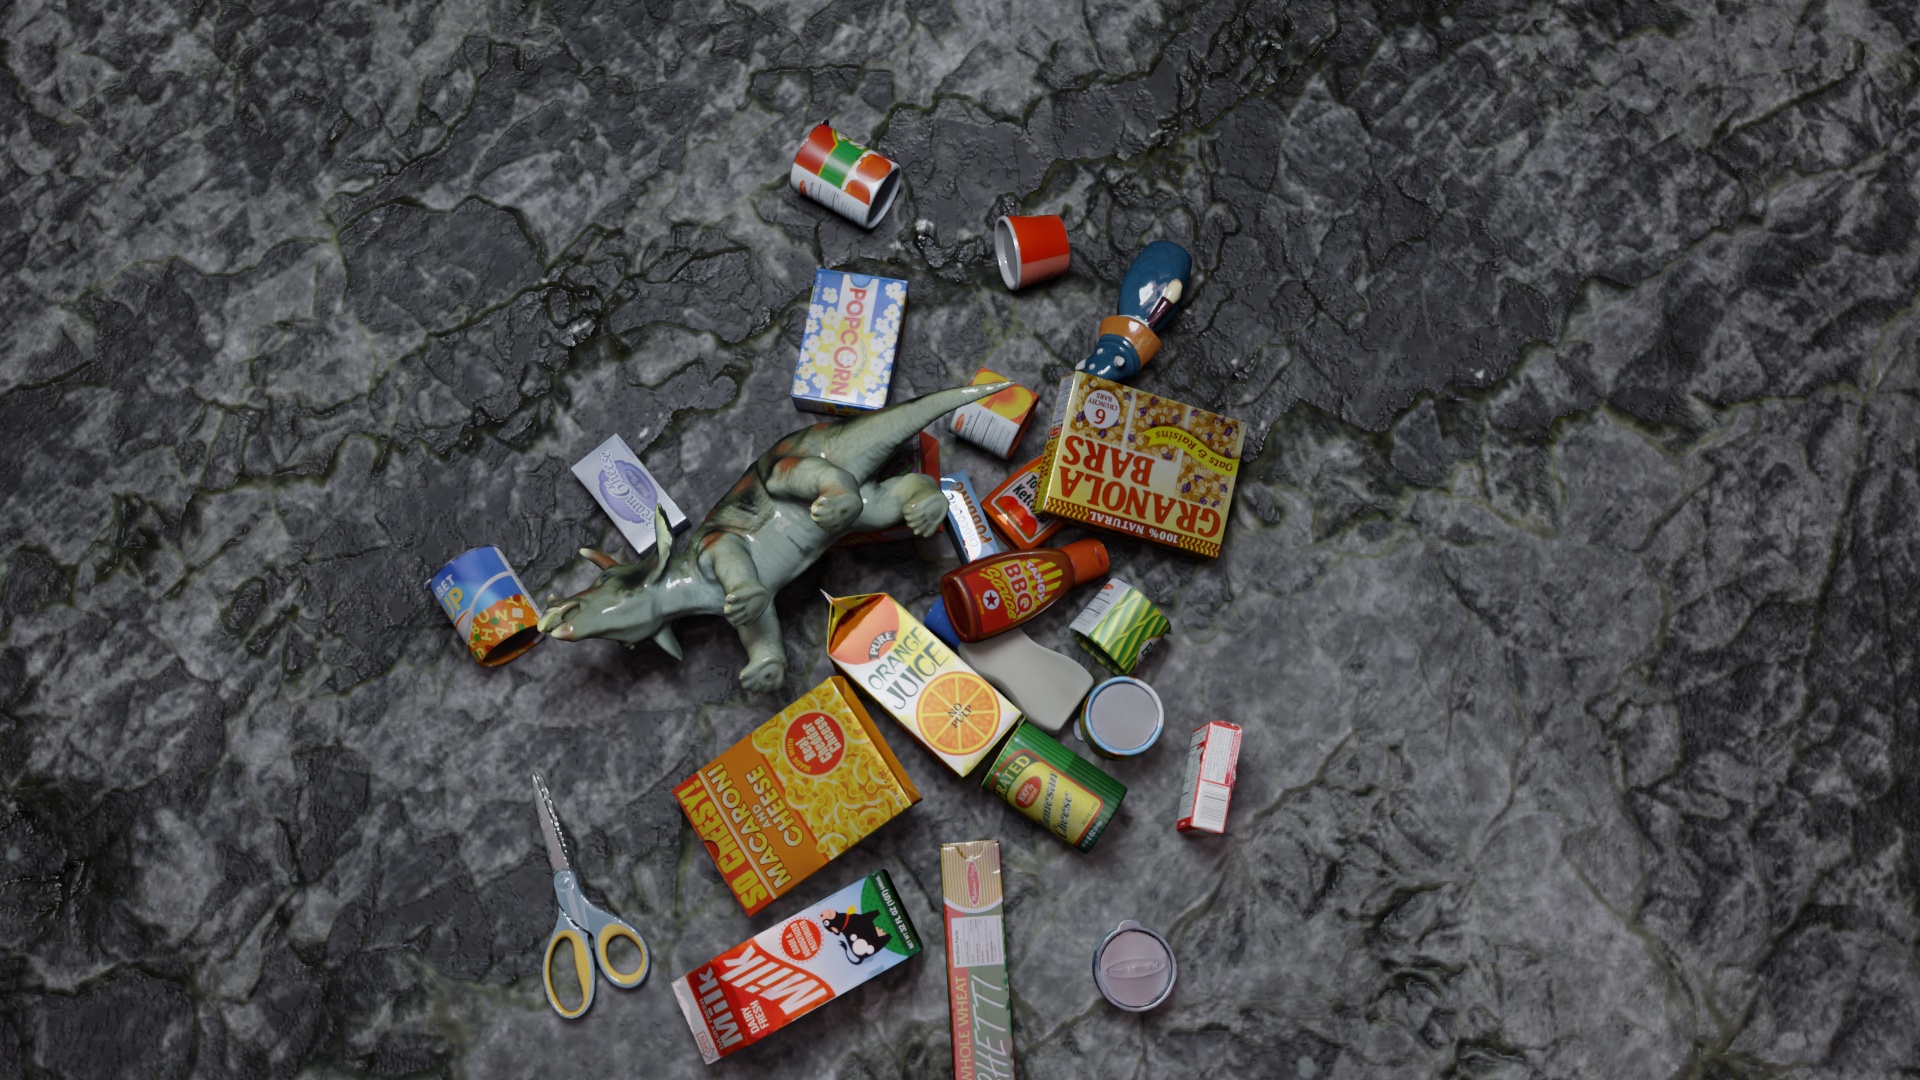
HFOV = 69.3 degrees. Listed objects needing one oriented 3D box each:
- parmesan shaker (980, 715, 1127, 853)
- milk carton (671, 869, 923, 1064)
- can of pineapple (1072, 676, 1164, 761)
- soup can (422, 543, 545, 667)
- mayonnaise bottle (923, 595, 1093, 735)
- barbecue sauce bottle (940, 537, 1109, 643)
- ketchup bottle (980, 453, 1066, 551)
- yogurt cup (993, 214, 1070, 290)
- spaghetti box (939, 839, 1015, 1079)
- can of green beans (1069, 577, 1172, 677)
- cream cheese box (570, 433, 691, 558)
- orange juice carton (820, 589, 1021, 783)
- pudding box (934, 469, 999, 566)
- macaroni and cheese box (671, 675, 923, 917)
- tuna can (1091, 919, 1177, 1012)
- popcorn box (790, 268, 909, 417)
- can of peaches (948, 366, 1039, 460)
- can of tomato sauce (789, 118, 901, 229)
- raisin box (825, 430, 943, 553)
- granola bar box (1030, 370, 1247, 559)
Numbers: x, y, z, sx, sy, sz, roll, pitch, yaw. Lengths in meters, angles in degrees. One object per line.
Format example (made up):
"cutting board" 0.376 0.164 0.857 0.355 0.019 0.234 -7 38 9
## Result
"parmesan shaker" 0.078 0.200 1.140 0.103 0.071 0.071 32 78 8
"milk carton" -0.129 0.337 1.102 0.191 0.073 0.072 -26 78 -6
"can of pineapple" 0.132 0.150 1.159 0.071 0.057 0.071 0 76 0
"soup can" -0.401 0.057 1.176 0.071 0.071 0.084 -35 79 -8
"mayonnaise bottle" 0.038 0.100 1.182 0.148 0.041 0.065 36 71 10
"barbecue sauce bottle" 0.057 0.035 1.172 0.149 0.043 0.065 -19 92 -29
"ketchup bottle" 0.090 -0.054 1.220 0.149 0.043 0.065 -40 83 -10
"yogurt cup" 0.066 -0.265 1.266 0.054 0.072 0.072 -12 76 -11
"spaghetti box" 0.015 0.370 1.117 0.050 0.028 0.250 -3 75 -1
"can of green beans" 0.135 0.074 1.175 0.071 0.071 0.058 41 80 9
"cream cheese box" -0.290 -0.039 1.224 0.053 0.024 0.104 -40 79 -8
"orange juice carton" -0.045 0.111 1.162 0.193 0.071 0.073 41 79 9
"pudding box" 0.004 -0.015 1.206 0.030 0.049 0.084 -21 77 -7
"macaroni and cheese box" -0.134 0.207 1.131 0.166 0.040 0.124 -36 79 7
"tuna can" 0.139 0.342 1.122 0.071 0.032 0.071 0 76 0
"popcorn box" -0.098 -0.175 1.254 0.085 0.038 0.127 9 76 3
"can of peaches" 0.031 -0.113 1.224 0.058 0.071 0.071 28 77 7
"can of tomato sauce" -0.104 -0.337 1.281 0.083 0.071 0.071 30 78 6
"raisin box" -0.079 -0.040 1.193 0.123 0.040 0.086 -10 75 25
"granola bar box" 0.153 -0.063 1.193 0.166 0.039 0.124 15 83 -16
